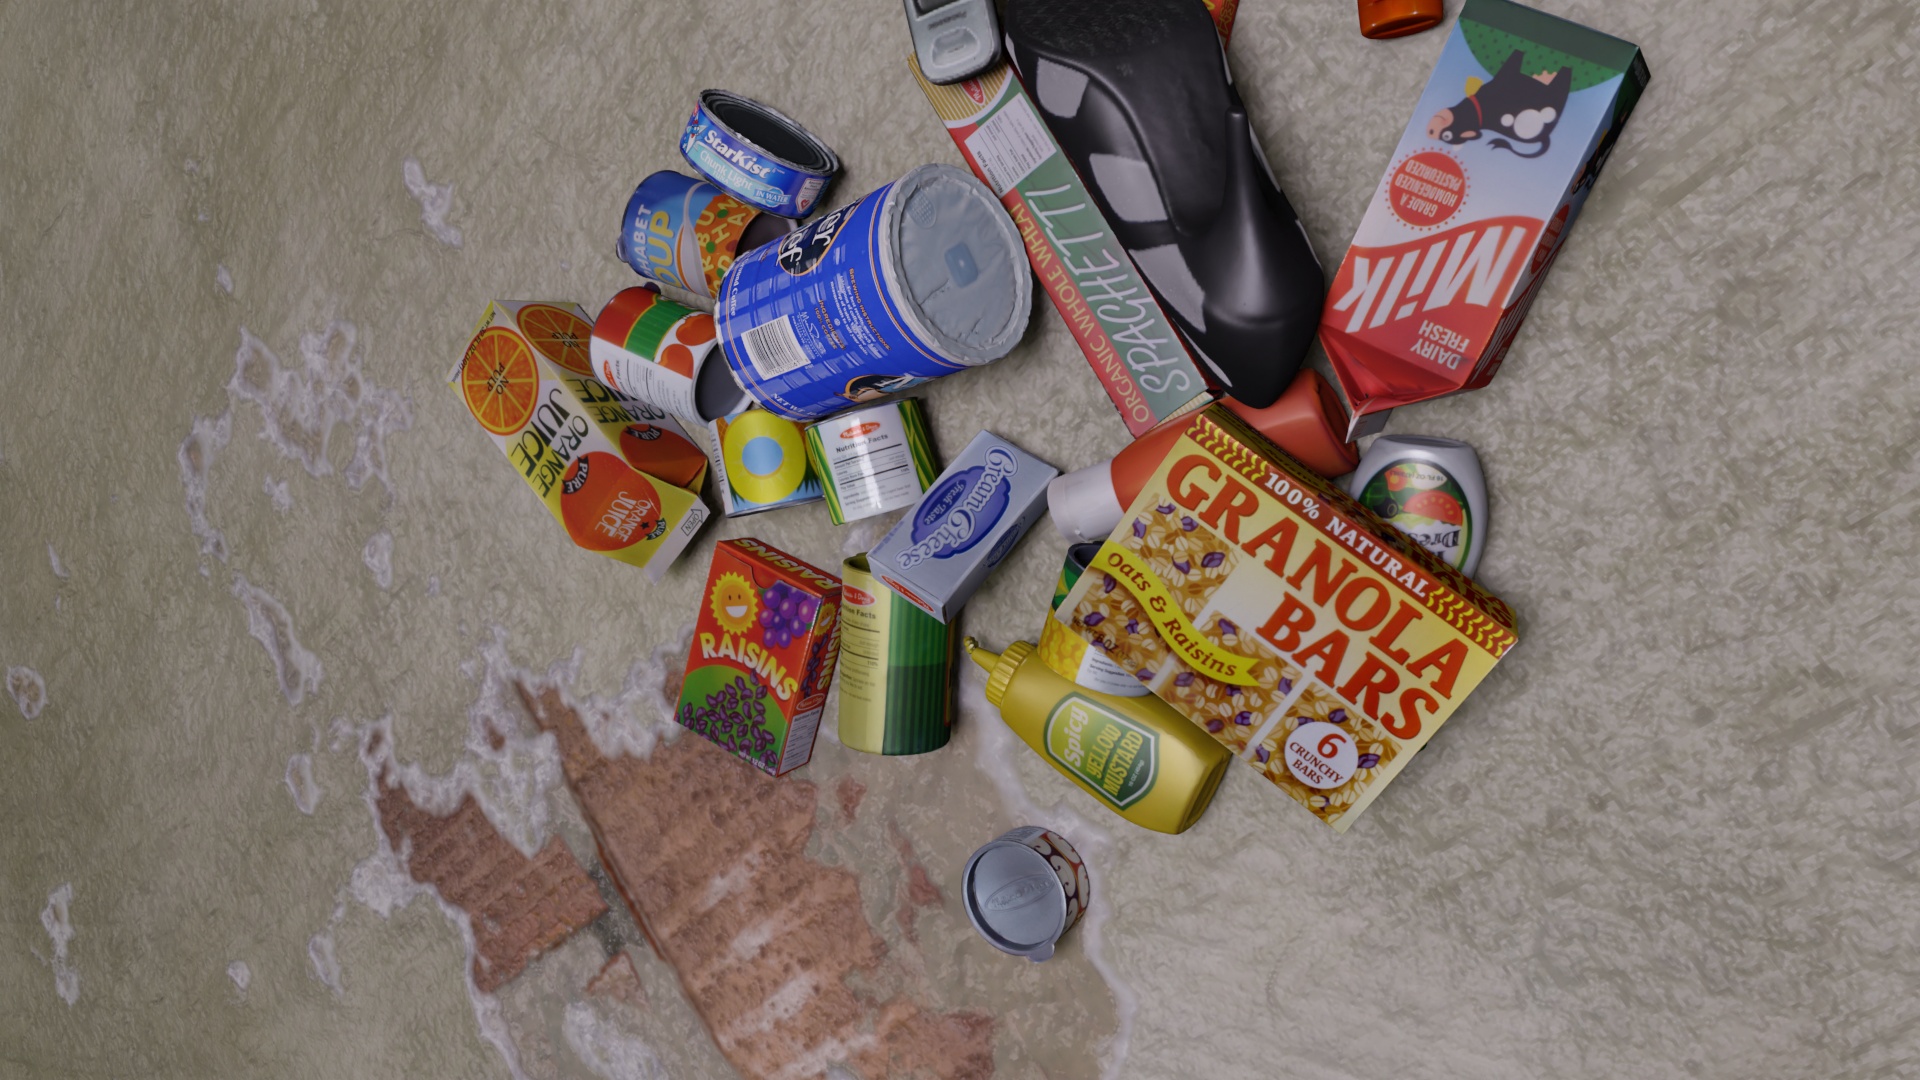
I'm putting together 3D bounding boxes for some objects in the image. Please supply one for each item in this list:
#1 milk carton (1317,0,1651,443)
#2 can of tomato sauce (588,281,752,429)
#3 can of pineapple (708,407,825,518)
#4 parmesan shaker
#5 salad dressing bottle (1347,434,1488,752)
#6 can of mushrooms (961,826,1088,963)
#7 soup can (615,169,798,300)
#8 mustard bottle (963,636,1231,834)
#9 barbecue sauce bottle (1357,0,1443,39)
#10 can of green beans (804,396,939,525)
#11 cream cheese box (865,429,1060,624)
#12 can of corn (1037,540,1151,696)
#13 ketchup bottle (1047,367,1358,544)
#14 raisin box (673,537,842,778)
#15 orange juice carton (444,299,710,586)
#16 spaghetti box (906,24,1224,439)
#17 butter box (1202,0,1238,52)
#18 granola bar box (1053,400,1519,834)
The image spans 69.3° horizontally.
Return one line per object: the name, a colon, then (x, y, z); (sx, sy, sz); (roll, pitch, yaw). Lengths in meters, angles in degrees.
milk carton: (0.220, -0.131, 0.613); (0.073, 0.072, 0.189); (31, 111, 23)
can of tomato sauce: (-0.171, -0.113, 0.845); (0.083, 0.071, 0.071); (24, 108, 25)
can of pineapple: (-0.109, -0.048, 0.818); (0.071, 0.071, 0.058); (-11, 91, 31)
parmesan shaker: (-0.037, 0.063, 0.791); (0.071, 0.071, 0.103); (8, 101, 29)
salad dressing bottle: (0.210, 0.026, 0.655); (0.064, 0.044, 0.147); (8, 103, 22)
can of mushrooms: (0.038, 0.199, 0.784); (0.071, 0.033, 0.071); (4, 98, 29)
soup can: (-0.148, -0.175, 0.820); (0.084, 0.071, 0.071); (22, 107, 26)
mustard bottle: (0.063, 0.095, 0.746); (0.160, 0.049, 0.065); (29, 108, 24)
barbecue sauce bottle: (0.191, -0.305, 0.624); (0.065, 0.044, 0.148); (-5, 94, 29)
can of green beans: (-0.048, -0.044, 0.781); (0.071, 0.071, 0.058); (-15, 92, 31)
cream cheese box: (0.003, -0.009, 0.745); (0.053, 0.024, 0.104); (31, 66, 24)
can of corn: (0.078, 0.040, 0.722); (0.071, 0.071, 0.058); (25, 109, 25)
ketchup bottle: (0.115, -0.036, 0.686); (0.148, 0.064, 0.044); (-19, 55, 27)
raisin box: (-0.122, 0.070, 0.855); (0.086, 0.040, 0.123); (24, 107, 26)
orange juice carton: (-0.233, -0.063, 0.882); (0.193, 0.073, 0.071); (48, 116, 15)
spaghetti box: (0.054, -0.167, 0.729); (0.050, 0.029, 0.250); (-35, 79, 29)
butter box: (0.102, -0.236, 0.695); (0.053, 0.024, 0.103); (21, 106, 27)
granola bar box: (0.145, 0.034, 0.635); (0.166, 0.039, 0.123); (37, 113, 9)
